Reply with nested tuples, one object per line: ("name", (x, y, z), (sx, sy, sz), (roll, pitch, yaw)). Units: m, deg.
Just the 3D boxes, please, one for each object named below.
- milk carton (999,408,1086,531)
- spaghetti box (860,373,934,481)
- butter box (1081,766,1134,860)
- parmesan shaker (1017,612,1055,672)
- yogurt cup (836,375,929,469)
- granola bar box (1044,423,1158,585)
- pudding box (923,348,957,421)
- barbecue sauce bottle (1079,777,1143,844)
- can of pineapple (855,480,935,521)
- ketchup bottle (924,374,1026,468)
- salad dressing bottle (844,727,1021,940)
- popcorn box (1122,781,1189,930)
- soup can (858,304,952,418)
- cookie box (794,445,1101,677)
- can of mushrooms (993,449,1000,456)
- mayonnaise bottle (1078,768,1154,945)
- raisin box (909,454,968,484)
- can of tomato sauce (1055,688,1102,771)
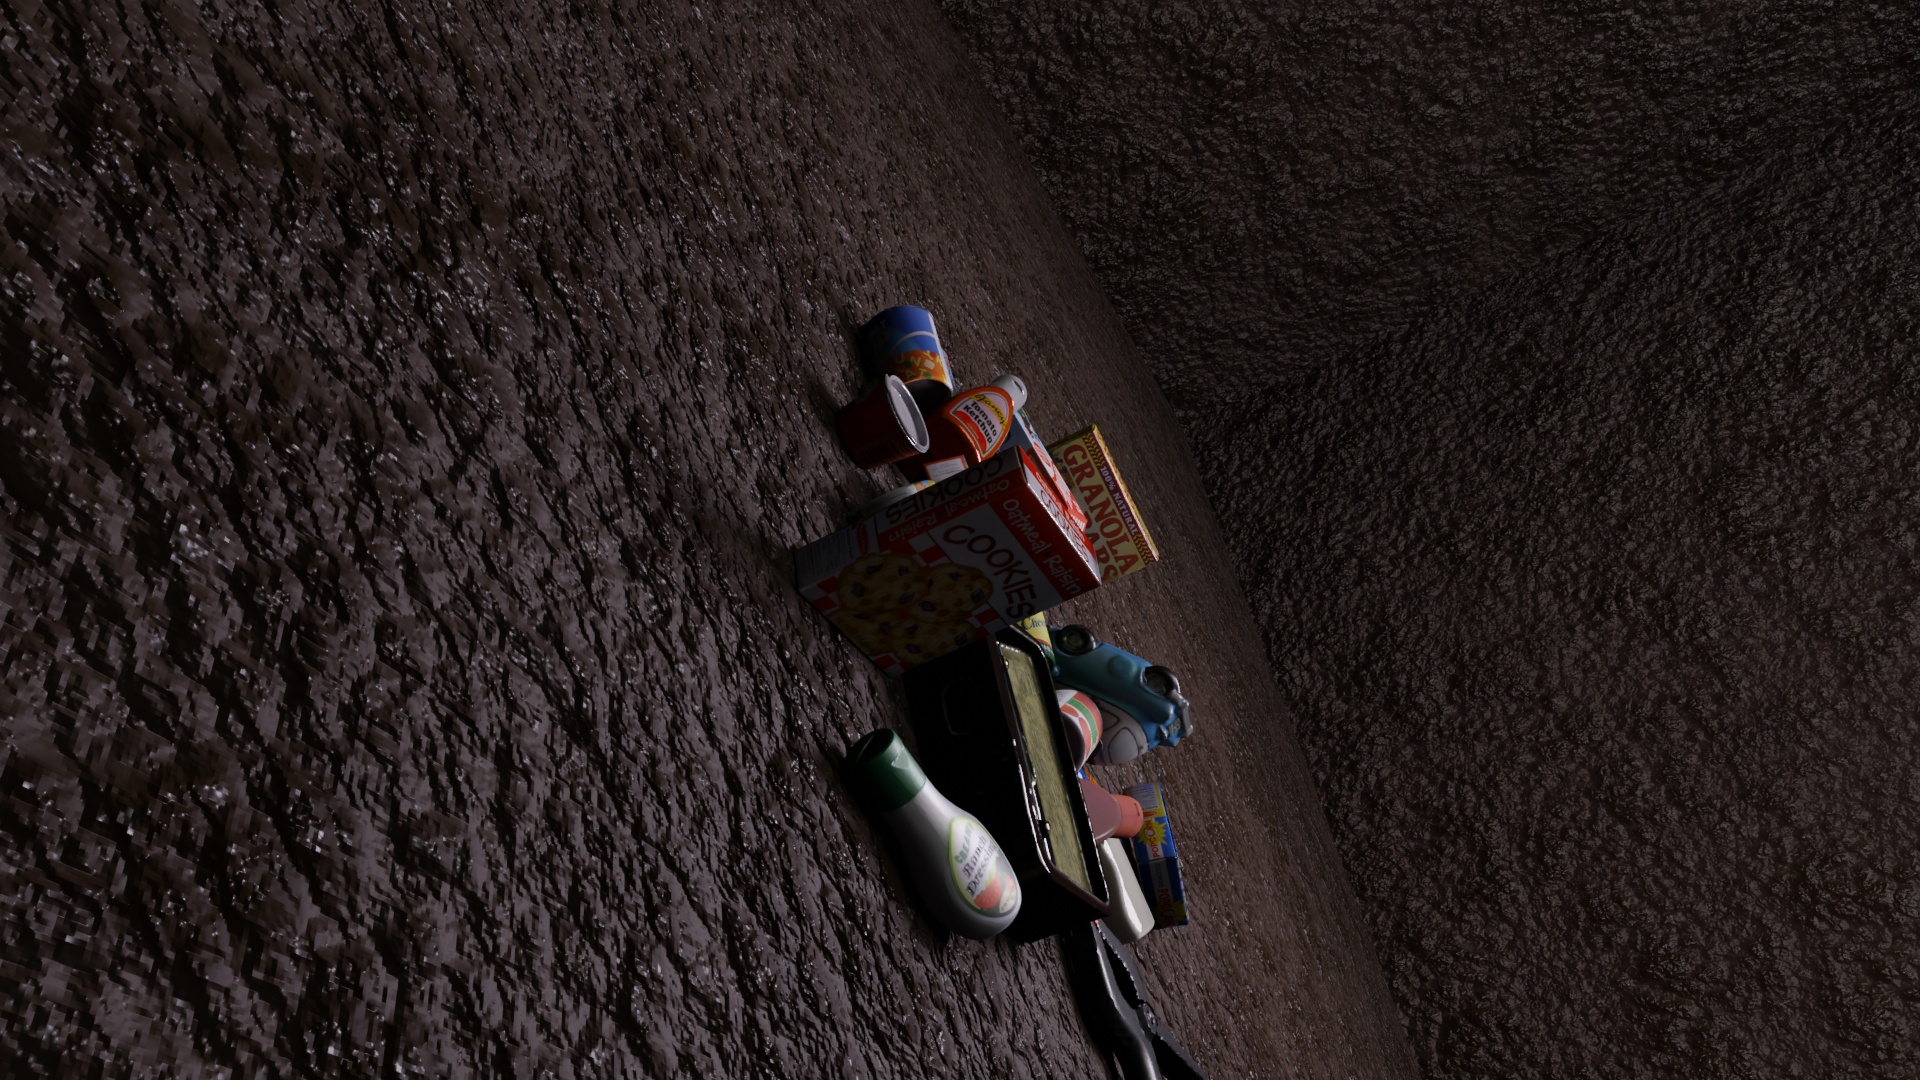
("milk carton", (0.065, -0.052, 1.411), (0.191, 0.073, 0.072), (61, 12, 19))
("spaghetti box", (-0.016, -0.050, 1.268), (0.249, 0.028, 0.050), (52, 21, -41))
("butter box", (0.126, 0.254, 1.281), (0.103, 0.024, 0.053), (52, 19, -42))
("parmesan shaker", (0.041, 0.071, 1.194), (0.071, 0.071, 0.103), (46, 24, -51))
("yogurt cup", (-0.064, -0.092, 1.121), (0.072, 0.054, 0.073), (57, 17, -28))
("granola bar box", (0.129, -0.028, 1.542), (0.165, 0.124, 0.039), (62, 14, -10))
("pudding box", (-0.031, -0.145, 1.325), (0.030, 0.049, 0.084), (44, 26, -51))
("barbecue sauce bottle", (0.095, 0.221, 1.122), (0.148, 0.043, 0.065), (17, 49, -50))
("can of pineapple", (-0.039, -0.007, 1.051), (0.058, 0.071, 0.071), (67, 15, 7))
("ketchup bottle", (0.018, -0.110, 1.258), (0.064, 0.043, 0.149), (53, 33, -7))
("salad dressing bottle", (-0.018, 0.182, 0.862), (0.147, 0.044, 0.064), (56, 38, -20))
("popcorn box", (0.186, 0.301, 1.323), (0.085, 0.038, 0.126), (-100, 175, -46))
("soup can", (-0.050, -0.161, 1.262), (0.071, 0.071, 0.084), (42, 28, -56))
("cookie box", (-0.006, 0.017, 0.926), (0.122, 0.167, 0.040), (50, 20, -45))
("can of mushrooms", (0.002, -0.085, 1.311), (0.071, 0.071, 0.033), (46, 23, -51))
("mayonnaise bottle", (0.118, 0.272, 1.197), (0.148, 0.041, 0.065), (66, 18, 10))
("raisin box", (-0.005, 0.005, 1.118), (0.123, 0.040, 0.085), (69, -25, 14))
("can of tomato sauce", (0.083, 0.169, 1.188), (0.071, 0.071, 0.083), (66, 16, 2))
